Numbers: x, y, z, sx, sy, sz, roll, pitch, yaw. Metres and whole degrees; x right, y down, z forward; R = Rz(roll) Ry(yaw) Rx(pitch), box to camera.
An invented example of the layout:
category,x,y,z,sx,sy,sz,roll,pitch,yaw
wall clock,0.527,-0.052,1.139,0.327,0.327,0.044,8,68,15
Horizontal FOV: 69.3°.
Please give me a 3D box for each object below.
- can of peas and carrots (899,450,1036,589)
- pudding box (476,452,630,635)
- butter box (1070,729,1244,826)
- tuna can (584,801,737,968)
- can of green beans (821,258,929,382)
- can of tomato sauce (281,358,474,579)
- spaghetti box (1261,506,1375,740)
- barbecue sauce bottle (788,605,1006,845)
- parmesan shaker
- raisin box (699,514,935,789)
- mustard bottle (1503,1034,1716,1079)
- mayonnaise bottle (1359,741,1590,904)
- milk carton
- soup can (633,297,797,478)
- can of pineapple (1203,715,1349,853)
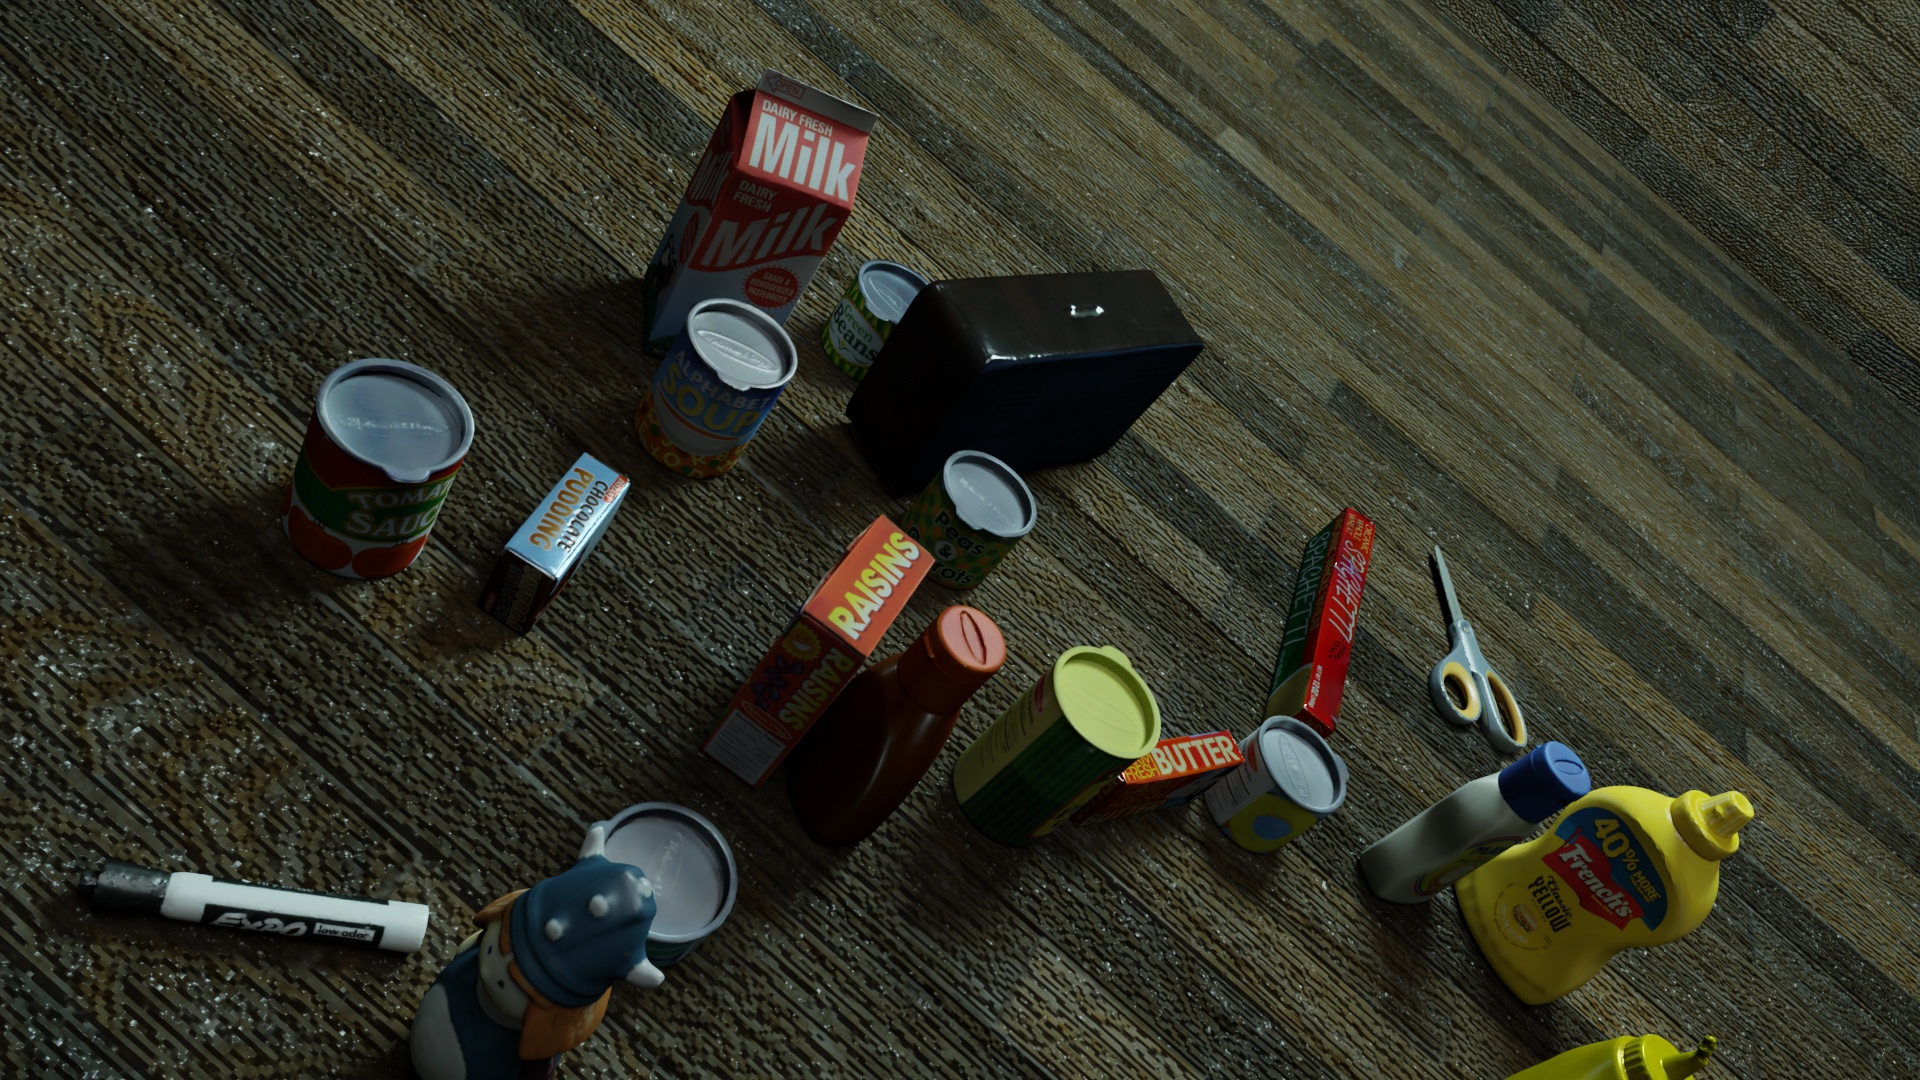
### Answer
category,x,y,z,sx,sy,sz,roll,pitch,yaw
can of peas and carrots,0.003,-0.011,0.852,0.071,0.058,0.071,22,43,-21
pudding box,-0.200,0.001,0.688,0.030,0.049,0.084,33,40,-9
butter box,0.111,0.137,0.804,0.104,0.053,0.024,-2,55,-39
tuna can,-0.137,0.151,0.611,0.071,0.032,0.071,22,43,-21
can of green beans,-0.052,-0.146,0.935,0.071,0.057,0.071,22,43,-21
can of tomato sauce,-0.268,-0.030,0.637,0.071,0.082,0.071,22,43,-22
spaghetti box,0.258,0.061,0.993,0.028,0.050,0.251,37,39,-5
barbecue sauce bottle,-0.032,0.086,0.663,0.044,0.147,0.065,7,50,-34
parmesan shaker,0.050,0.110,0.742,0.071,0.102,0.072,22,43,-22
raisin box,-0.071,0.055,0.682,0.040,0.122,0.086,39,39,-2
mustard bottle,0.340,0.303,0.746,0.049,0.159,0.065,49,40,11
mayonnaise bottle,0.318,0.176,0.856,0.065,0.147,0.041,9,49,-33
milk carton,-0.121,-0.188,0.816,0.072,0.189,0.074,15,46,-28
soup can,-0.140,-0.083,0.787,0.071,0.083,0.072,22,43,-22
can of pineapple,0.193,0.151,0.852,0.071,0.057,0.071,22,43,-21
